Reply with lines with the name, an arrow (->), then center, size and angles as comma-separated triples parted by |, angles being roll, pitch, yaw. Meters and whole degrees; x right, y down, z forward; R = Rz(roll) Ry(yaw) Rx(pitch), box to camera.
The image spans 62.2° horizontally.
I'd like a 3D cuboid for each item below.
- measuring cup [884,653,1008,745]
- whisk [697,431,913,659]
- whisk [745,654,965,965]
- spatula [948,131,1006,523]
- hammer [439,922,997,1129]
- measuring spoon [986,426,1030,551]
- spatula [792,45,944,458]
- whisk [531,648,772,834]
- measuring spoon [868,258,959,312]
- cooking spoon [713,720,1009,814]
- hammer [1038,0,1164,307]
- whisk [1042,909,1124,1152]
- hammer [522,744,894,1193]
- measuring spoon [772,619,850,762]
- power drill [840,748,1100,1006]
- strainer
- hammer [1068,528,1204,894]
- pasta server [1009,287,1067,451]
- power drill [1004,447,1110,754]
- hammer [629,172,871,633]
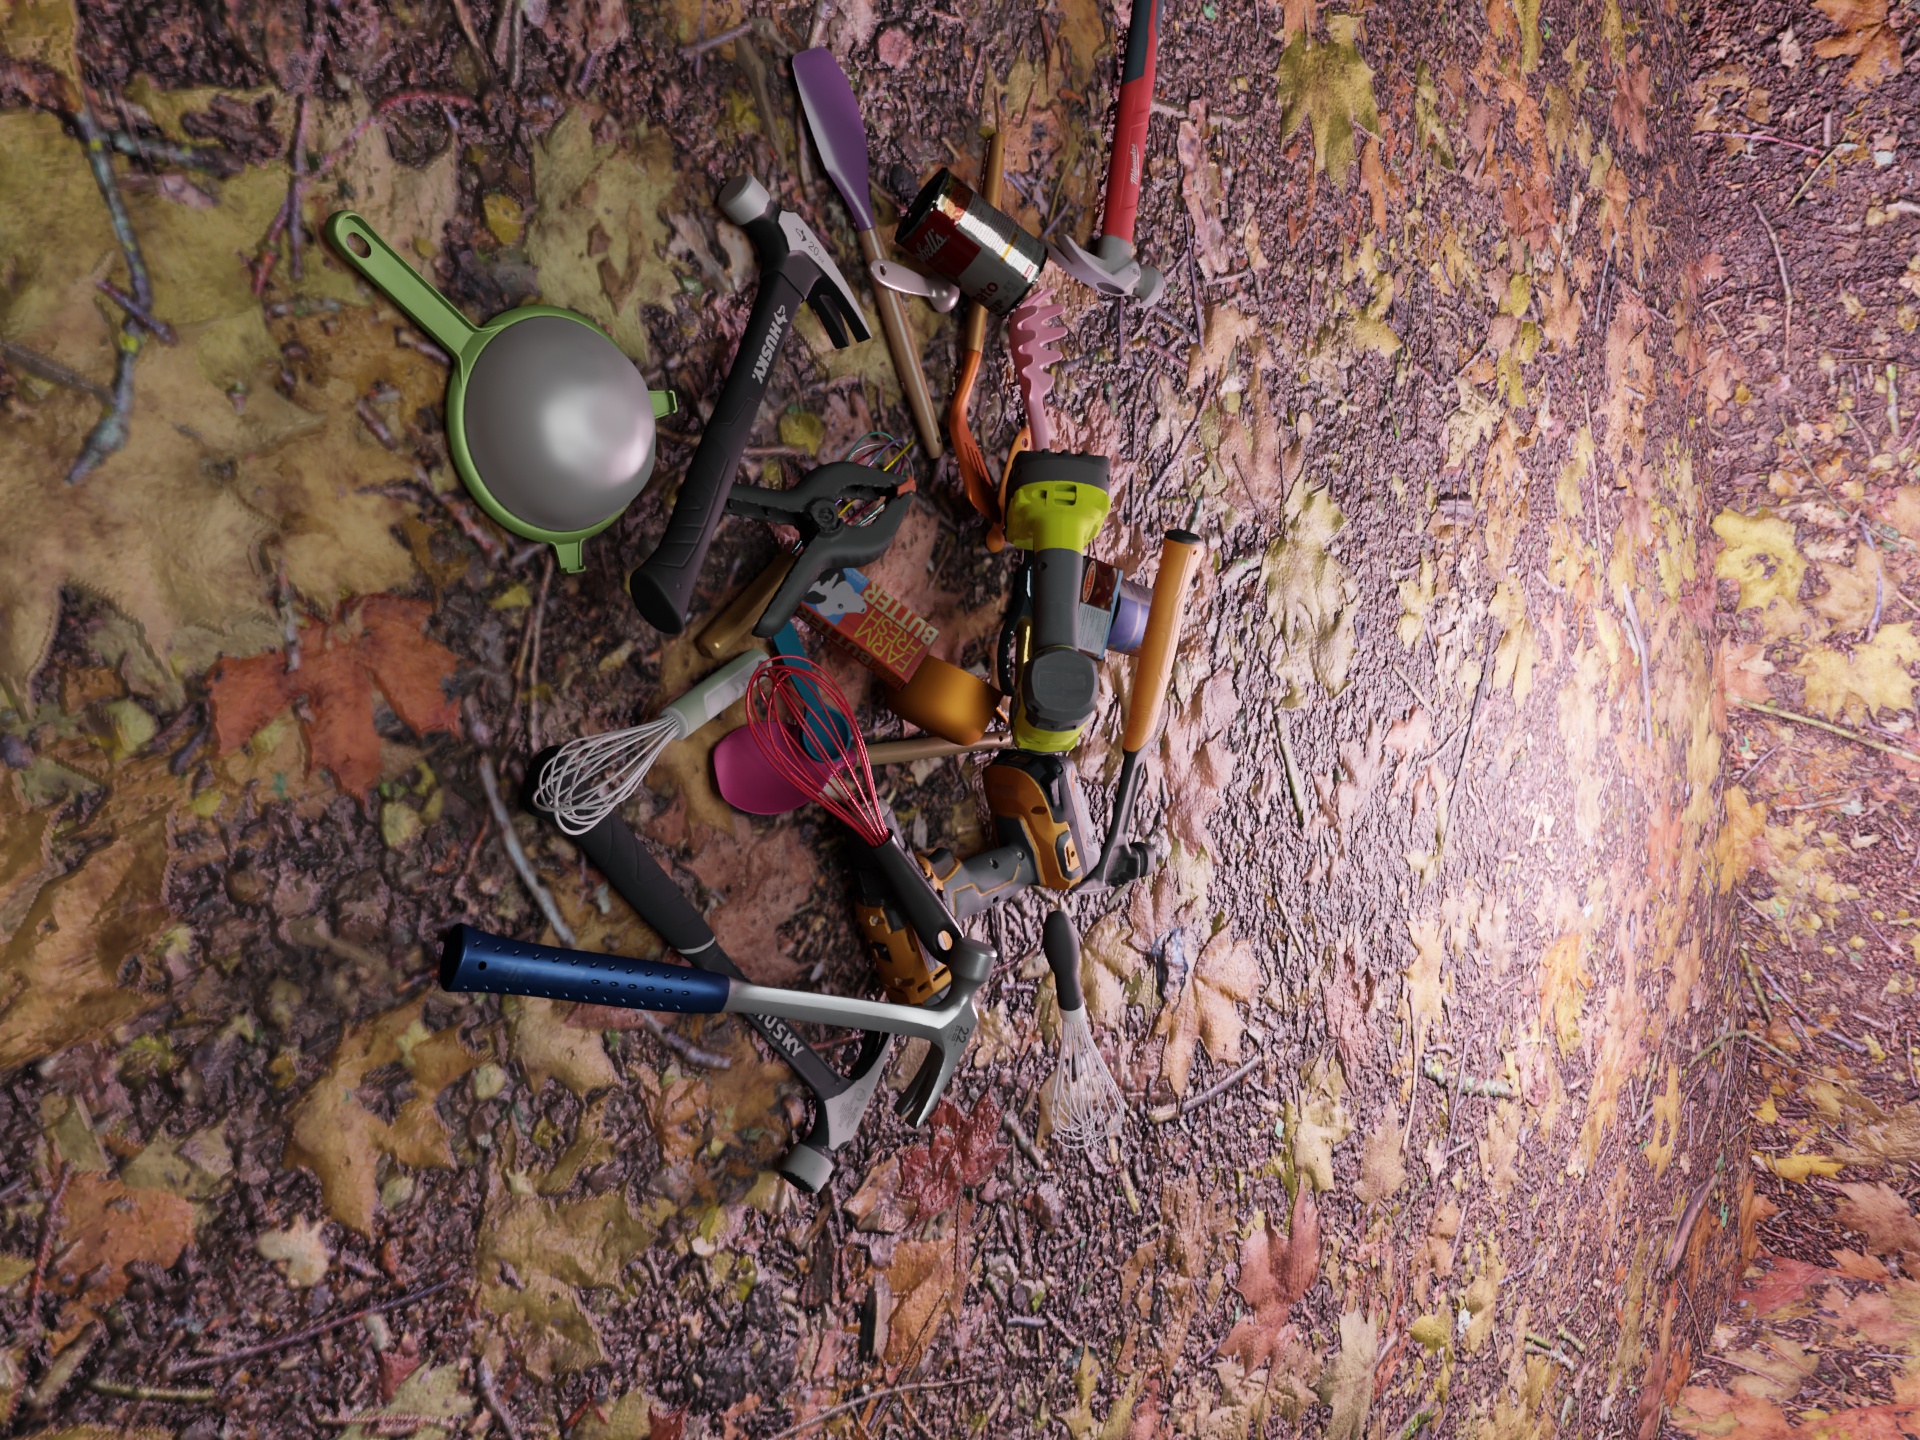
measuring cup -> -0.002, -0.004, 1.285 | 0.052, 0.095, 0.173 | -63, 155, -7
whisk -> -0.109, -0.133, 1.170 | 0.245, 0.047, 0.051 | -50, 129, -29
whisk -> -0.069, 0.072, 1.159 | 0.073, 0.073, 0.295 | -50, 123, -33
spatula -> 0.022, -0.324, 1.298 | 0.081, 0.041, 0.323 | 19, 77, -69
hammer -> -0.155, 0.195, 1.091 | 0.405, 0.035, 0.144 | 15, 94, -35
measuring spoon -> 0.044, -0.198, 1.355 | 0.021, 0.011, 0.117 | 29, 72, -45
spatula -> -0.063, -0.352, 1.220 | 0.060, 0.018, 0.315 | -40, 120, -43
whisk -> -0.195, 0.005, 1.056 | 0.246, 0.059, 0.057 | -43, 130, -54
measuring spoon -> -0.033, -0.342, 1.234 | 0.124, 0.018, 0.034 | -9, 92, -61
cooking spoon -> -0.068, 0.027, 1.245 | 0.318, 0.017, 0.069 | -6, 82, -48
hammer -> 0.149, -0.578, 1.420 | 0.143, 0.038, 0.386 | 12, 85, -46
whisk -> 0.102, 0.274, 1.388 | 0.070, 0.070, 0.284 | -41, 135, -38
hammer -> -0.173, 0.166, 1.130 | 0.149, 0.036, 0.408 | -56, 130, -30
measuring spoon -> -0.121, -0.028, 1.178 | 0.042, 0.021, 0.128 | -26, 96, -37
power drill -> 0.002, 0.103, 1.288 | 0.226, 0.084, 0.185 | -35, 118, -35
strainer -> -0.268, -0.215, 0.965 | 0.256, 0.069, 0.151 | 45, 61, -42
hammer -> 0.158, -0.005, 1.416 | 0.127, 0.034, 0.336 | -9, 116, -47
pasta server -> 0.080, -0.206, 1.363 | 0.060, 0.040, 0.316 | -27, 111, -57
power drill -> 0.072, -0.088, 1.271 | 0.171, 0.080, 0.223 | 106, -13, -75
hammer -> -0.150, -0.204, 1.079 | 0.146, 0.035, 0.335 | 42, 52, -41
